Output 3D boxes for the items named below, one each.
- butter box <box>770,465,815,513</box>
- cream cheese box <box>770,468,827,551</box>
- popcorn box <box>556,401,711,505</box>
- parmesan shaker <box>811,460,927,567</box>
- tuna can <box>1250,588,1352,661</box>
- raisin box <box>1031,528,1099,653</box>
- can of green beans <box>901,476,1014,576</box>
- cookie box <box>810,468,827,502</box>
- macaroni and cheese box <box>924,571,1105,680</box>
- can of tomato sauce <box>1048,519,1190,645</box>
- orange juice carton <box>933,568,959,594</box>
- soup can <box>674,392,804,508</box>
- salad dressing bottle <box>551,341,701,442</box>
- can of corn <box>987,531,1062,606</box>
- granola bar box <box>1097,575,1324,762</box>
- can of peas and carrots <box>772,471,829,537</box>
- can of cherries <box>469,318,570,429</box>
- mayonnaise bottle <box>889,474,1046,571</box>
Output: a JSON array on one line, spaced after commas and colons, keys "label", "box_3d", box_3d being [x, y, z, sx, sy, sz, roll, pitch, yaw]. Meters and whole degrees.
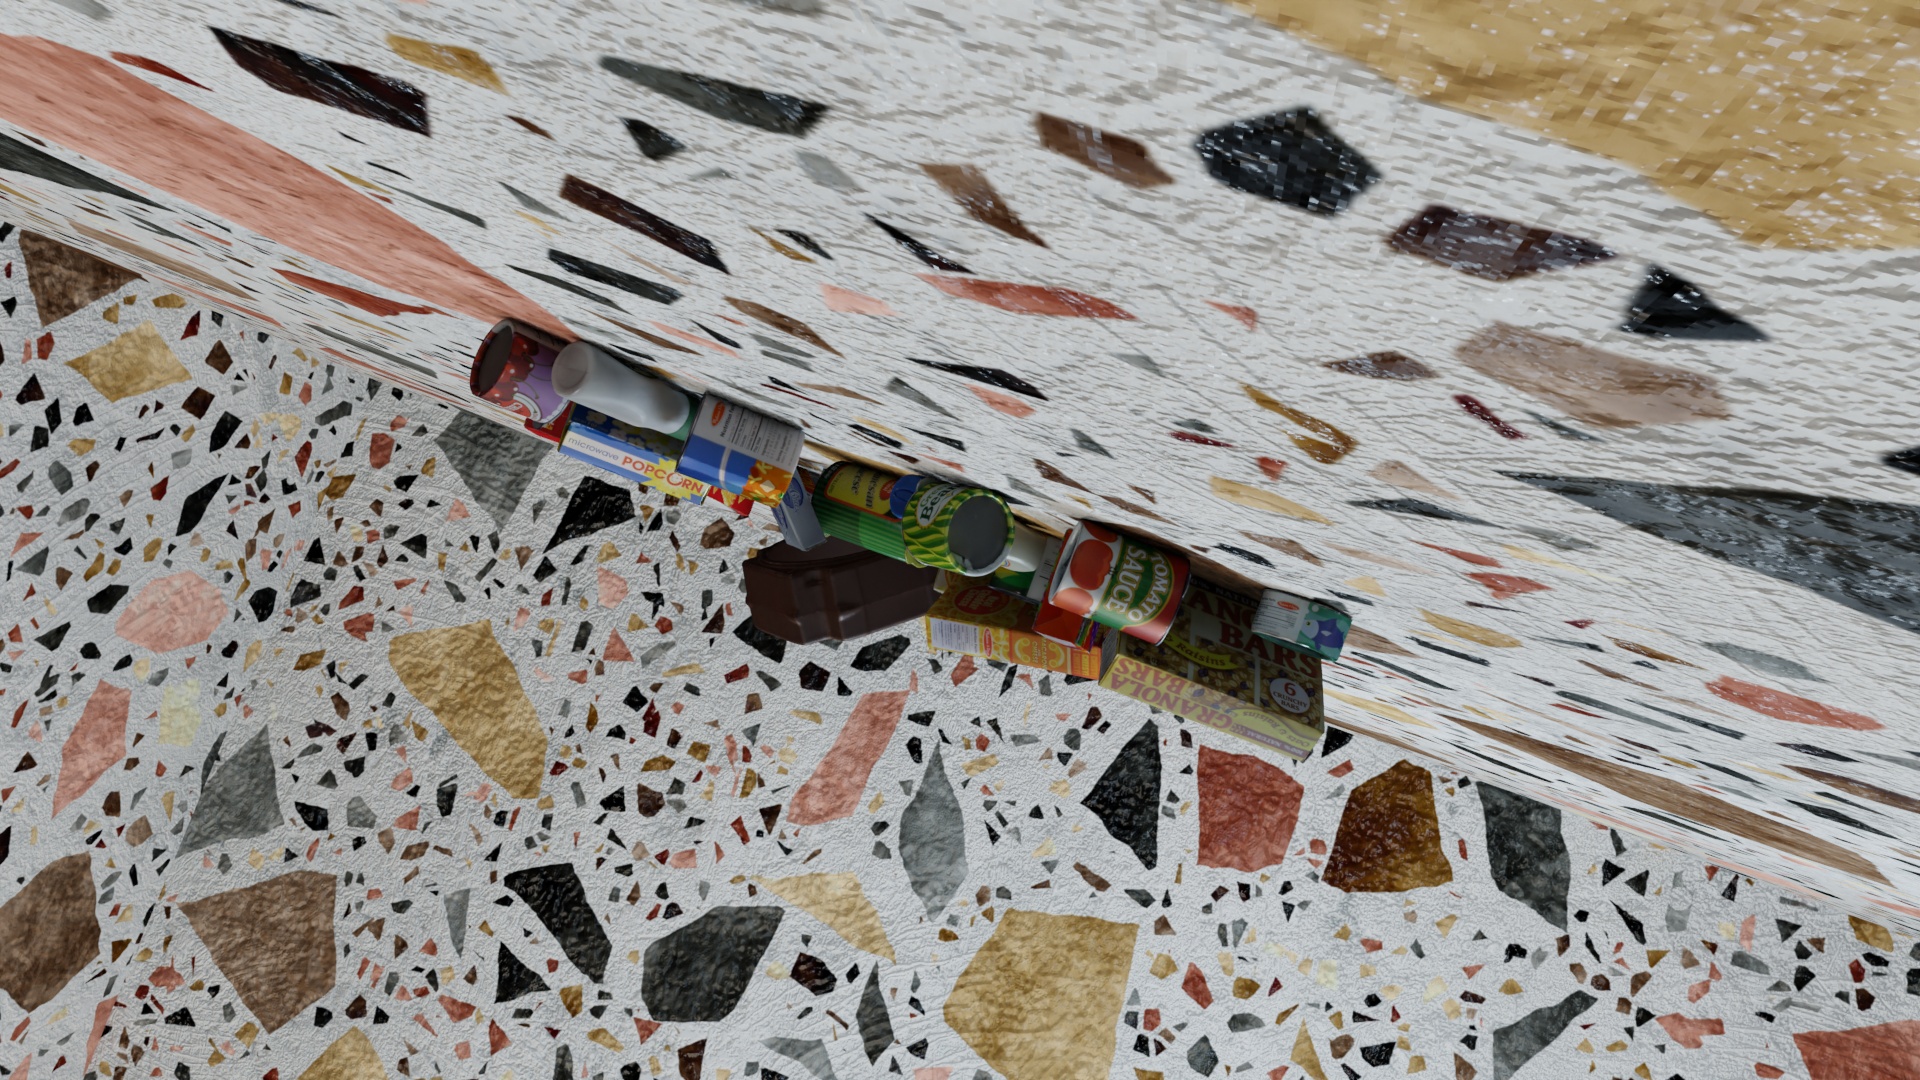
[{"label": "butter box", "box_3d": [-0.168, -0.049, 1.374, 0.053, 0.024, 0.104, 22, -161, -29]}, {"label": "cream cheese box", "box_3d": [-0.148, -0.043, 1.157, 0.053, 0.024, 0.103, 13, 127, 66]}, {"label": "popcorn box", "box_3d": [-0.263, -0.089, 1.158, 0.127, 0.038, 0.085, 22, -144, -17]}, {"label": "parmesan shaker", "box_3d": [-0.068, -0.022, 1.170, 0.103, 0.071, 0.071, 19, 175, 27]}, {"label": "tuna can", "box_3d": [0.246, 0.062, 1.000, 0.071, 0.033, 0.071, 21, 176, 2]}, {"label": "raisin box", "box_3d": [0.096, 0.044, 1.134, 0.040, 0.086, 0.123, 18, 175, 13]}, {"label": "can of green beans", "box_3d": [-0.002, -0.009, 1.042, 0.071, 0.071, 0.058, 23, 174, -35]}, {"label": "cookie box", "box_3d": [-0.043, -0.019, 1.304, 0.123, 0.040, 0.167, 24, 174, -41]}, {"label": "macaroni and cheese box", "box_3d": [0.069, 0.066, 1.272, 0.166, 0.040, 0.124, 9, -149, 22]}, {"label": "can of tomato sauce", "box_3d": [0.113, 0.029, 0.988, 0.083, 0.071, 0.071, 21, 176, -2]}, {"label": "orange juice carton", "box_3d": [0.079, 0.049, 1.377, 0.193, 0.073, 0.072, 18, 175, 23]}, {"label": "soup can", "box_3d": [-0.172, -0.068, 1.079, 0.084, 0.071, 0.071, 21, 176, -13]}, {"label": "salad dressing bottle", "box_3d": [-0.249, -0.111, 1.083, 0.064, 0.044, 0.147, 15, 175, 33]}, {"label": "can of corn", "box_3d": [0.063, 0.024, 1.216, 0.071, 0.058, 0.071, 20, 176, 2]}, {"label": "granola bar box", "box_3d": [0.192, 0.085, 1.054, 0.165, 0.038, 0.125, 21, -142, -5]}, {"label": "can of peas and carrots", "box_3d": [-0.159, -0.034, 1.464, 0.071, 0.071, 0.058, 20, 176, 11]}, {"label": "can of cherries", "box_3d": [-0.338, -0.128, 1.076, 0.058, 0.071, 0.071, 25, 174, -43]}, {"label": "mayonnaise bottle", "box_3d": [0.004, -0.014, 1.123, 0.065, 0.041, 0.148, 18, 176, 44]}]
